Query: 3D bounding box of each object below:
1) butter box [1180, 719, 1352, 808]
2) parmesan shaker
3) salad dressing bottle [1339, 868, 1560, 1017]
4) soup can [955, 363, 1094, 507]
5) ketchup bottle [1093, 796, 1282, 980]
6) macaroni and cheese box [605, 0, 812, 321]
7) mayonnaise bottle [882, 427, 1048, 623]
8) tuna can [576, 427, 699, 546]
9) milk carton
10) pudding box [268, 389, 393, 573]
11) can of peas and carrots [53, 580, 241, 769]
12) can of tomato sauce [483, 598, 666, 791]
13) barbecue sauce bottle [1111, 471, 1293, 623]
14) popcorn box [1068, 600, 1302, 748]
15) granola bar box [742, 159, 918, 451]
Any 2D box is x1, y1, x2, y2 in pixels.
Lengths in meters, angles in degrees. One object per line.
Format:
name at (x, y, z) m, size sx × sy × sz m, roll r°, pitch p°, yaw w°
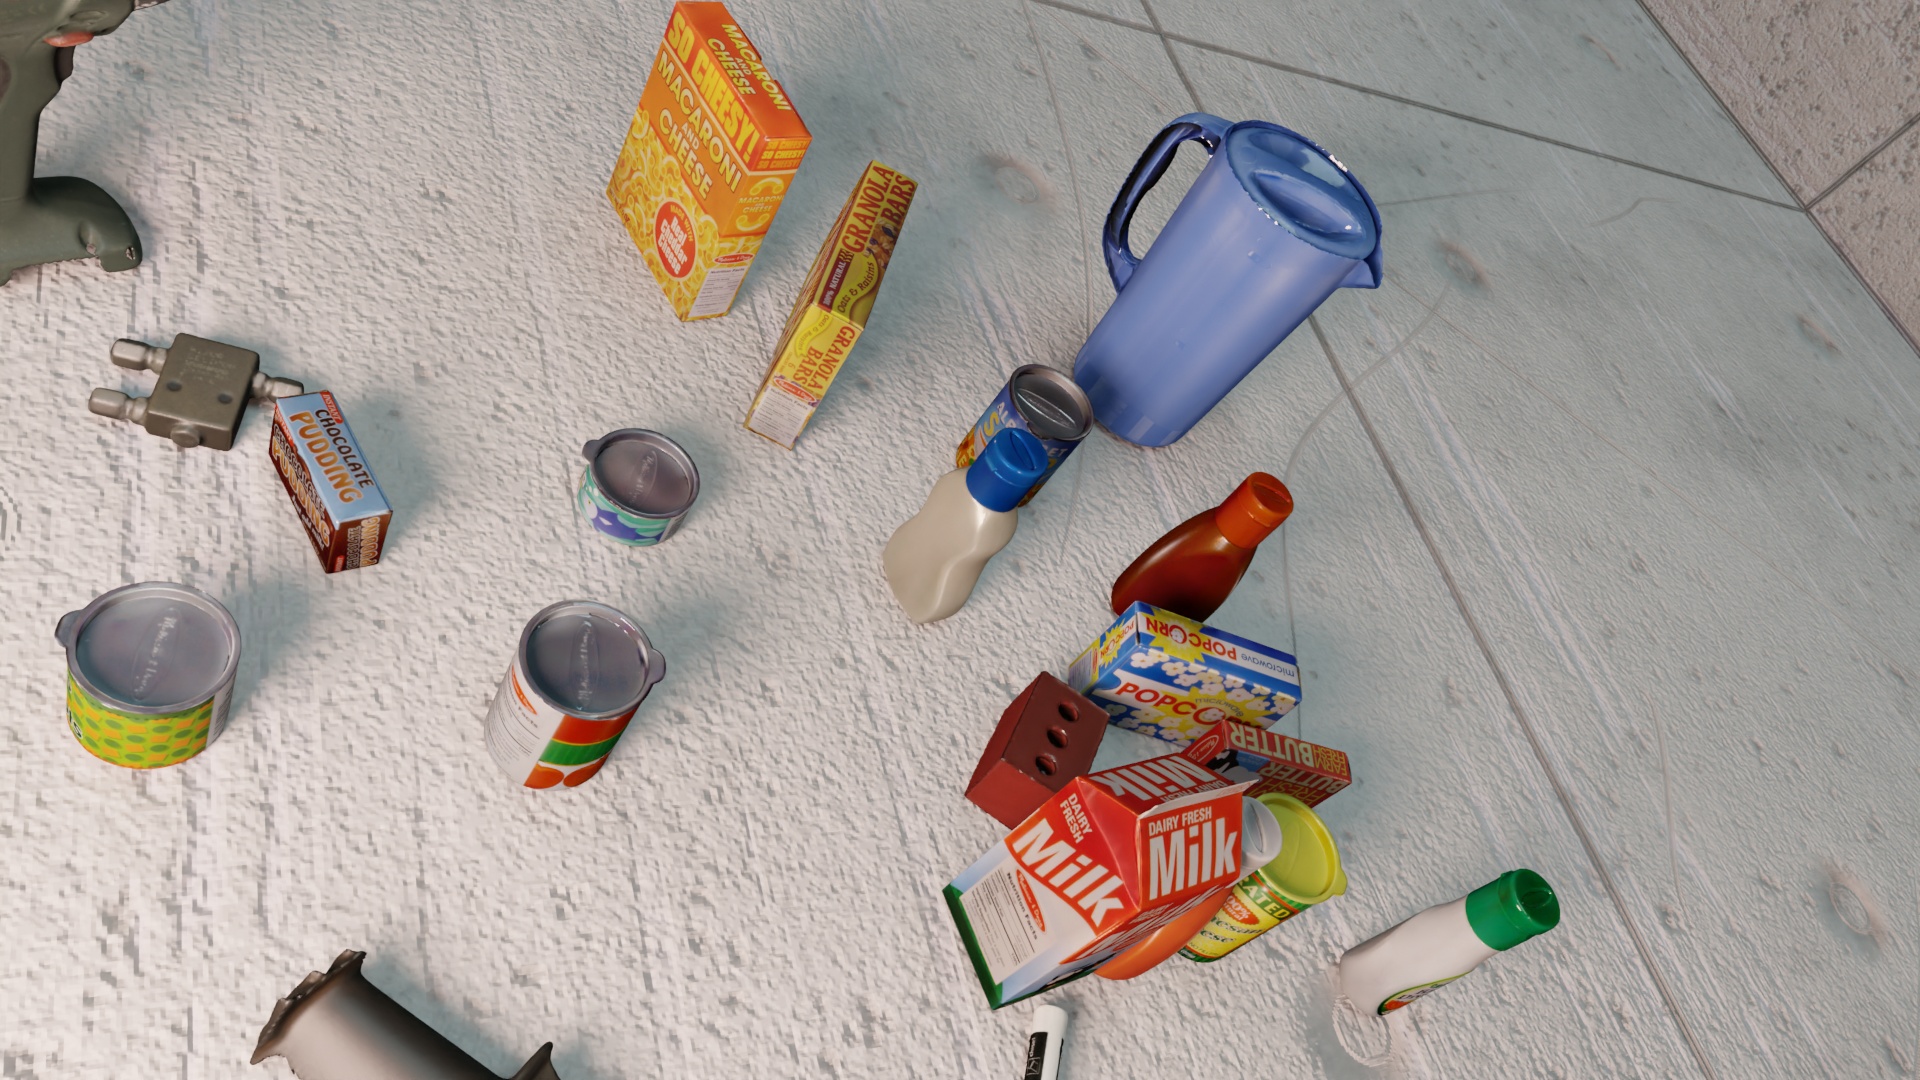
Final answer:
butter box at (0.200, 0.150, 0.914) m, size 0.103 × 0.053 × 0.024 m, roll 17°, pitch 49°, yaw -21°
parmesan shaker at (0.166, 0.202, 0.815) m, size 0.071 × 0.102 × 0.072 m, roll 17°, pitch 48°, yaw -21°
salad dressing bottle at (0.291, 0.241, 0.832) m, size 0.064 × 0.147 × 0.044 m, roll -4°, pitch 58°, yaw -35°
soup can at (0.043, -0.070, 0.966) m, size 0.071 × 0.083 × 0.072 m, roll 17°, pitch 48°, yaw -21°
ketchup bottle at (0.117, 0.188, 0.762) m, size 0.043 × 0.148 × 0.065 m, roll 10°, pitch 51°, yaw -26°
macaroni and cheese box at (-0.169, -0.246, 0.912) m, size 0.040 × 0.165 × 0.124 m, roll -16°, pitch 66°, yaw -40°
mayonnaise bottle at (0.003, -0.011, 0.848) m, size 0.041 × 0.147 × 0.065 m, roll -8°, pitch 61°, yaw -37°
tuna can at (-0.193, -0.032, 0.821) m, size 0.071 × 0.032 × 0.071 m, roll 17°, pitch 48°, yaw -21°
milk carton at (0.074, 0.170, 0.719) m, size 0.072 × 0.189 × 0.073 m, roll -6°, pitch 60°, yaw -36°
pudding box at (-0.328, -0.031, 0.722) m, size 0.030 × 0.049 × 0.084 m, roll -18°, pitch 67°, yaw -41°
can of peas and carrots at (-0.363, 0.061, 0.620) m, size 0.071 × 0.058 × 0.071 m, roll 17°, pitch 48°, yaw -21°
can of tomato sauce at (-0.195, 0.079, 0.696) m, size 0.071 × 0.082 × 0.071 m, roll 17°, pitch 48°, yaw -21°
barbecue sauce bottle at (0.164, 0.011, 0.933) m, size 0.065 × 0.147 × 0.044 m, roll 26°, pitch 46°, yaw -13°
popcorn box at (0.145, 0.093, 0.901) m, size 0.127 × 0.084 × 0.038 m, roll 19°, pitch 48°, yaw -19°
granola bar box at (-0.086, -0.159, 0.925) m, size 0.039 × 0.123 × 0.166 m, roll 26°, pitch 46°, yaw -13°
